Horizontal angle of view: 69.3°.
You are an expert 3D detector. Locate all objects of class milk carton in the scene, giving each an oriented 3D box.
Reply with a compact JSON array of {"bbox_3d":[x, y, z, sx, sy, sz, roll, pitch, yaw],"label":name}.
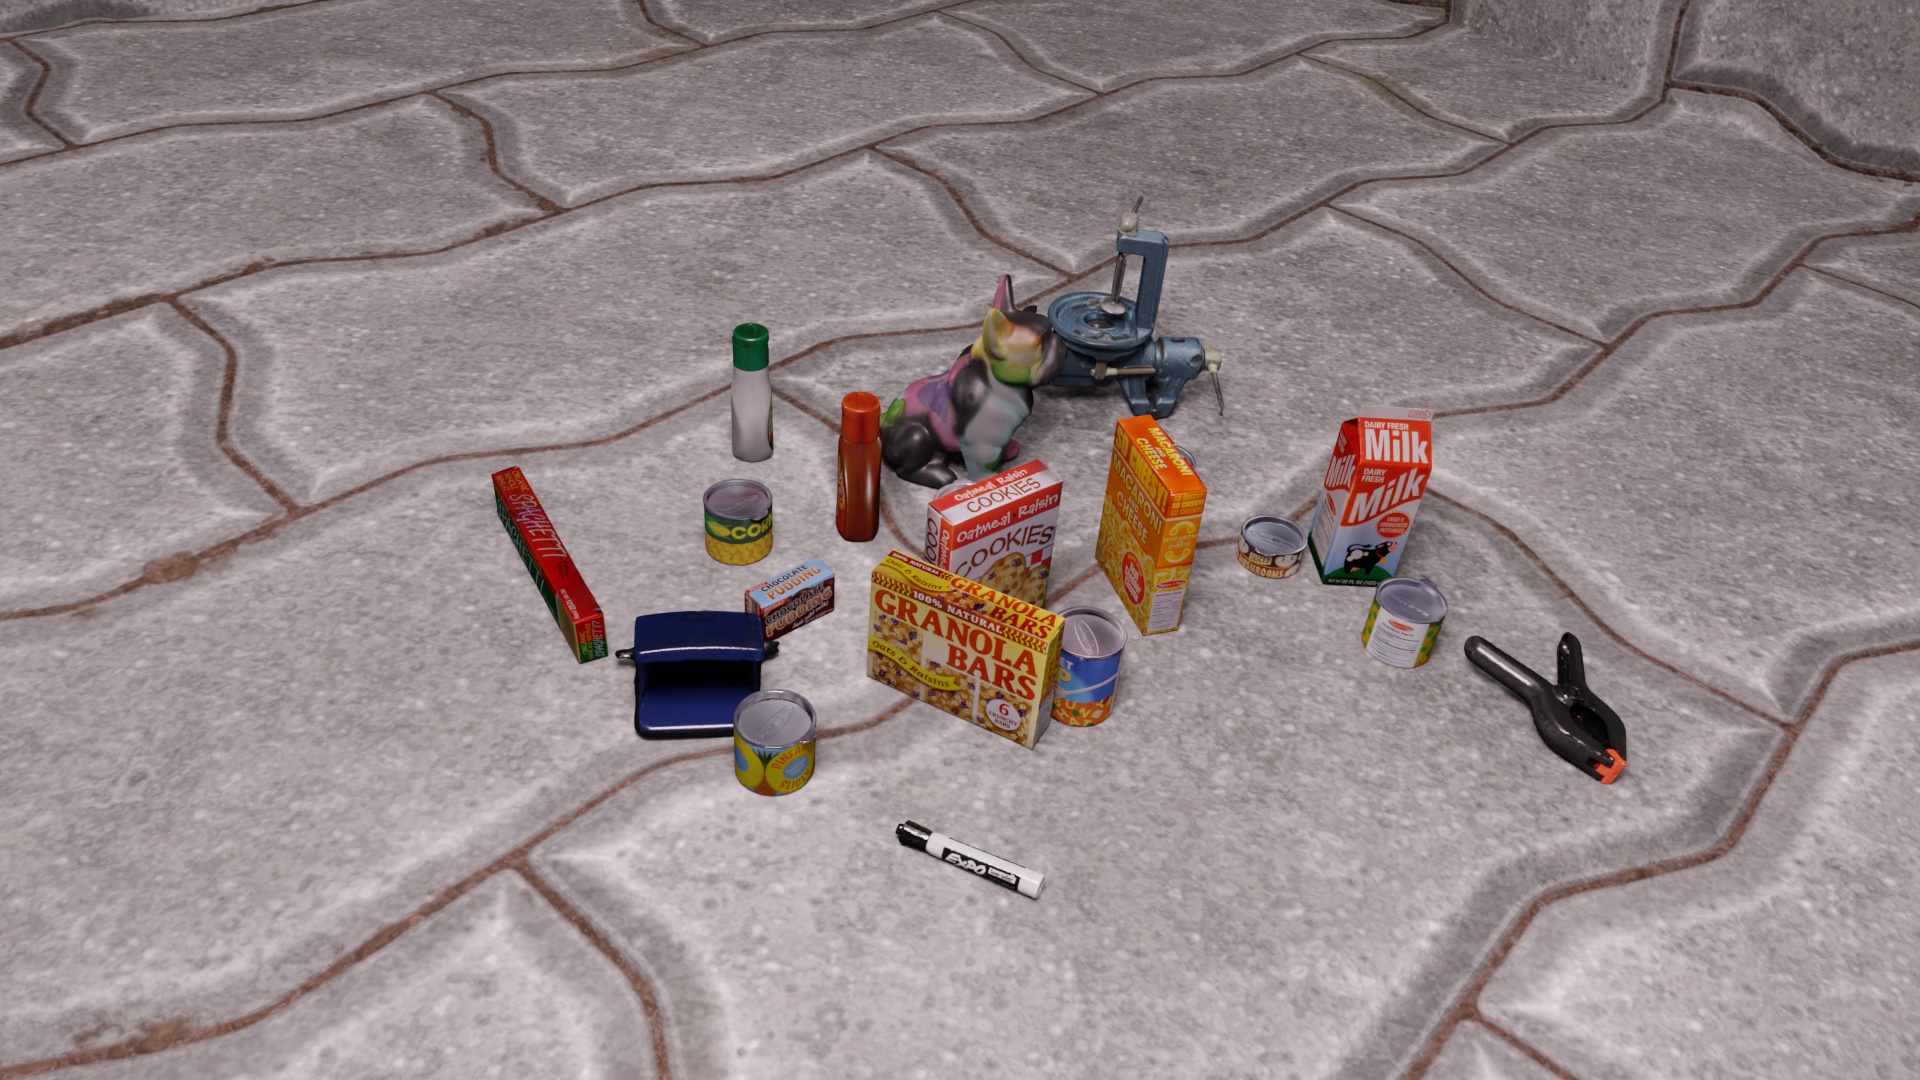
[{"bbox_3d":[0.400,-0.050,1.351,0.072,0.189,0.074,3,38,-4],"label":"milk carton"}]

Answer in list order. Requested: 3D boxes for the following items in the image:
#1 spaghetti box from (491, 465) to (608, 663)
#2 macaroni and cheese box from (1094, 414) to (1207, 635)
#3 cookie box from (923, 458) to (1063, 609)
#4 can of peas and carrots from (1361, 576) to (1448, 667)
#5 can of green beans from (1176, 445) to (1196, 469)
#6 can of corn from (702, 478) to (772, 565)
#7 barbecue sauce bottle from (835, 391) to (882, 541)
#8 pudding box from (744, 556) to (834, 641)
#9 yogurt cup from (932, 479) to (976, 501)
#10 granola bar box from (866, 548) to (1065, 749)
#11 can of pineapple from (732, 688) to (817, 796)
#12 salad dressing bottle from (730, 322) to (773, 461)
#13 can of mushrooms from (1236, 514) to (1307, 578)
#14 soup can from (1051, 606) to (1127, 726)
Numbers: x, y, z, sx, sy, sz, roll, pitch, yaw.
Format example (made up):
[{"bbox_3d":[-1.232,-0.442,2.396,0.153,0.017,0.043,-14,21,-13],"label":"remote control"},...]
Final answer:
[{"bbox_3d":[-0.382,0.017,1.282,0.029,0.049,0.251,-17,43,-26],"label":"spaghetti box"},{"bbox_3d":[0.175,-0.015,1.298,0.040,0.165,0.124,-8,40,-17],"label":"macaroni and cheese box"},{"bbox_3d":[0.024,0.021,1.232,0.123,0.166,0.040,-23,46,-32],"label":"cookie box"},{"bbox_3d":[0.415,0.075,1.299,0.071,0.058,0.071,3,38,-3],"label":"can of peas and carrots"},{"bbox_3d":[0.208,-0.061,1.450,0.071,0.057,0.071,3,38,-3],"label":"can of green beans"},{"bbox_3d":[-0.213,-0.017,1.340,0.071,0.058,0.071,3,38,-3],"label":"can of corn"},{"bbox_3d":[-0.099,-0.074,1.354,0.044,0.147,0.065,-1,38,-9],"label":"barbecue sauce bottle"},{"bbox_3d":[-0.155,0.054,1.263,0.084,0.049,0.030,-26,47,-34],"label":"pudding box"},{"bbox_3d":[0.005,-0.017,1.371,0.072,0.053,0.073,3,38,-3],"label":"yogurt cup"},{"bbox_3d":[0.002,0.091,1.174,0.166,0.123,0.039,22,40,20],"label":"granola bar box"},{"bbox_3d":[-0.148,0.163,1.116,0.071,0.057,0.071,3,38,-3],"label":"can of pineapple"},{"bbox_3d":[-0.217,-0.153,1.443,0.044,0.146,0.064,-2,38,-10],"label":"salad dressing bottle"},{"bbox_3d":[0.311,0.007,1.394,0.071,0.033,0.071,3,38,-3],"label":"can of mushrooms"},{"bbox_3d":[0.102,0.109,1.196,0.071,0.083,0.072,3,38,-3],"label":"soup can"}]
